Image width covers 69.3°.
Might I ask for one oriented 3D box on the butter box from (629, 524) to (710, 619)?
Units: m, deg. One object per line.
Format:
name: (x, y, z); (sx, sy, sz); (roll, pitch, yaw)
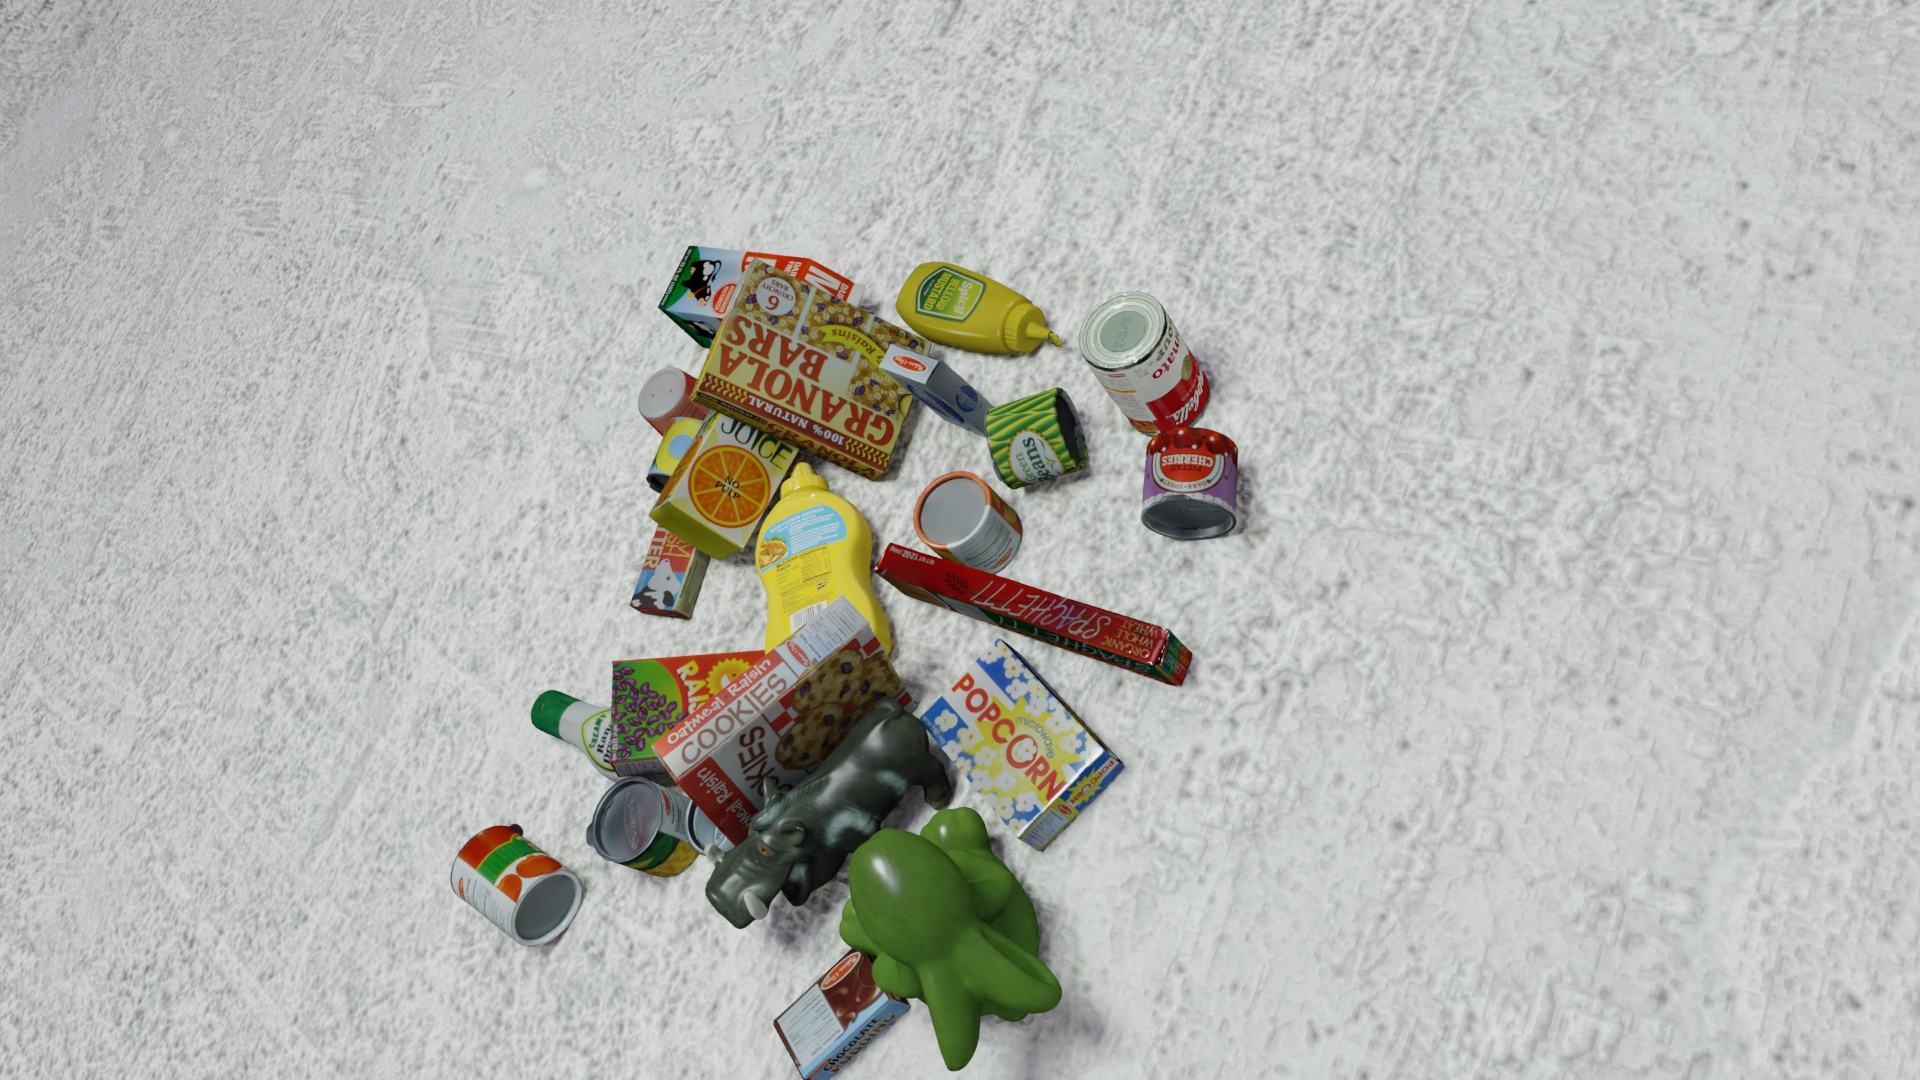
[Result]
butter box: (-0.245, 0.015, 1.203); (0.053, 0.024, 0.104); (4, 68, 30)

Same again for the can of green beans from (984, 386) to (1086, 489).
can of green beans: (0.058, -0.078, 1.058); (0.058, 0.071, 0.071); (-16, 59, 21)

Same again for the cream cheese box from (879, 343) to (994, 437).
cream cheese box: (-0.014, -0.118, 1.095); (0.053, 0.103, 0.024); (26, 84, 37)

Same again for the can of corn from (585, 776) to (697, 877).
can of corn: (-0.242, 0.223, 1.072); (0.071, 0.058, 0.071); (-13, 60, 23)

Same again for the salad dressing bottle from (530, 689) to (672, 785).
salad dressing bottle: (-0.293, 0.159, 1.143); (0.148, 0.044, 0.064); (13, 72, 34)

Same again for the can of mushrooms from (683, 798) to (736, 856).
can of mushrooms: (-0.172, 0.211, 1.055); (0.071, 0.033, 0.071); (-13, 59, 23)

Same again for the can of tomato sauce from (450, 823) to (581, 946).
can of tomato sauce: (-0.351, 0.273, 1.103); (0.083, 0.071, 0.071); (21, 77, 35)

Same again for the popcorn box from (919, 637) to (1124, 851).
popcorn box: (0.040, 0.140, 0.971); (0.085, 0.038, 0.127); (-45, 53, 1)

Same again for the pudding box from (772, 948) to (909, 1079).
pudding box: (-0.081, 0.323, 0.948); (0.083, 0.030, 0.050); (-43, 52, 3)

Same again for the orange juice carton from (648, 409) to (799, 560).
orange juice carton: (-0.177, -0.086, 1.166); (0.071, 0.073, 0.193); (-20, 40, 62)

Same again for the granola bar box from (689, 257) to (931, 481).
granola bar box: (-0.120, -0.139, 1.135); (0.039, 0.165, 0.124); (-27, 42, 66)

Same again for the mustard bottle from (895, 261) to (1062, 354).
mustard bottle: (0.020, -0.186, 1.146); (0.160, 0.048, 0.065); (22, 79, 36)

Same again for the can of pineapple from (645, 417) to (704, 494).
can of pineapple: (-0.235, -0.068, 1.215); (0.071, 0.071, 0.058); (6, 68, 31)

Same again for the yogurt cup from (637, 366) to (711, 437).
yogurt cup: (-0.255, -0.122, 1.262); (0.072, 0.054, 0.072); (-13, 61, 24)

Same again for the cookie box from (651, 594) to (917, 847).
cookie box: (-0.121, 0.132, 0.988); (0.168, 0.122, 0.040); (-39, 54, -12)

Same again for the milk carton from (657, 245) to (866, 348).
milk carton: (-0.172, -0.210, 1.250); (0.190, 0.073, 0.072); (13, 72, 33)

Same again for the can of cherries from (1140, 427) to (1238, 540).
can of cherries: (0.162, -0.041, 0.978); (0.071, 0.071, 0.058); (-5, 63, 27)

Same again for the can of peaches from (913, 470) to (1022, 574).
can of peaches: (0.004, -0.013, 1.059); (0.071, 0.058, 0.071); (-12, 61, 23)

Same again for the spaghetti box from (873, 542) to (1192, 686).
spaghetti box: (0.049, 0.052, 1.006); (0.250, 0.050, 0.029); (17, 76, 34)

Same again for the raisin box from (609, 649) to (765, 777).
raisin box: (-0.207, 0.133, 1.080); (0.123, 0.040, 0.086); (-4, 59, -4)
